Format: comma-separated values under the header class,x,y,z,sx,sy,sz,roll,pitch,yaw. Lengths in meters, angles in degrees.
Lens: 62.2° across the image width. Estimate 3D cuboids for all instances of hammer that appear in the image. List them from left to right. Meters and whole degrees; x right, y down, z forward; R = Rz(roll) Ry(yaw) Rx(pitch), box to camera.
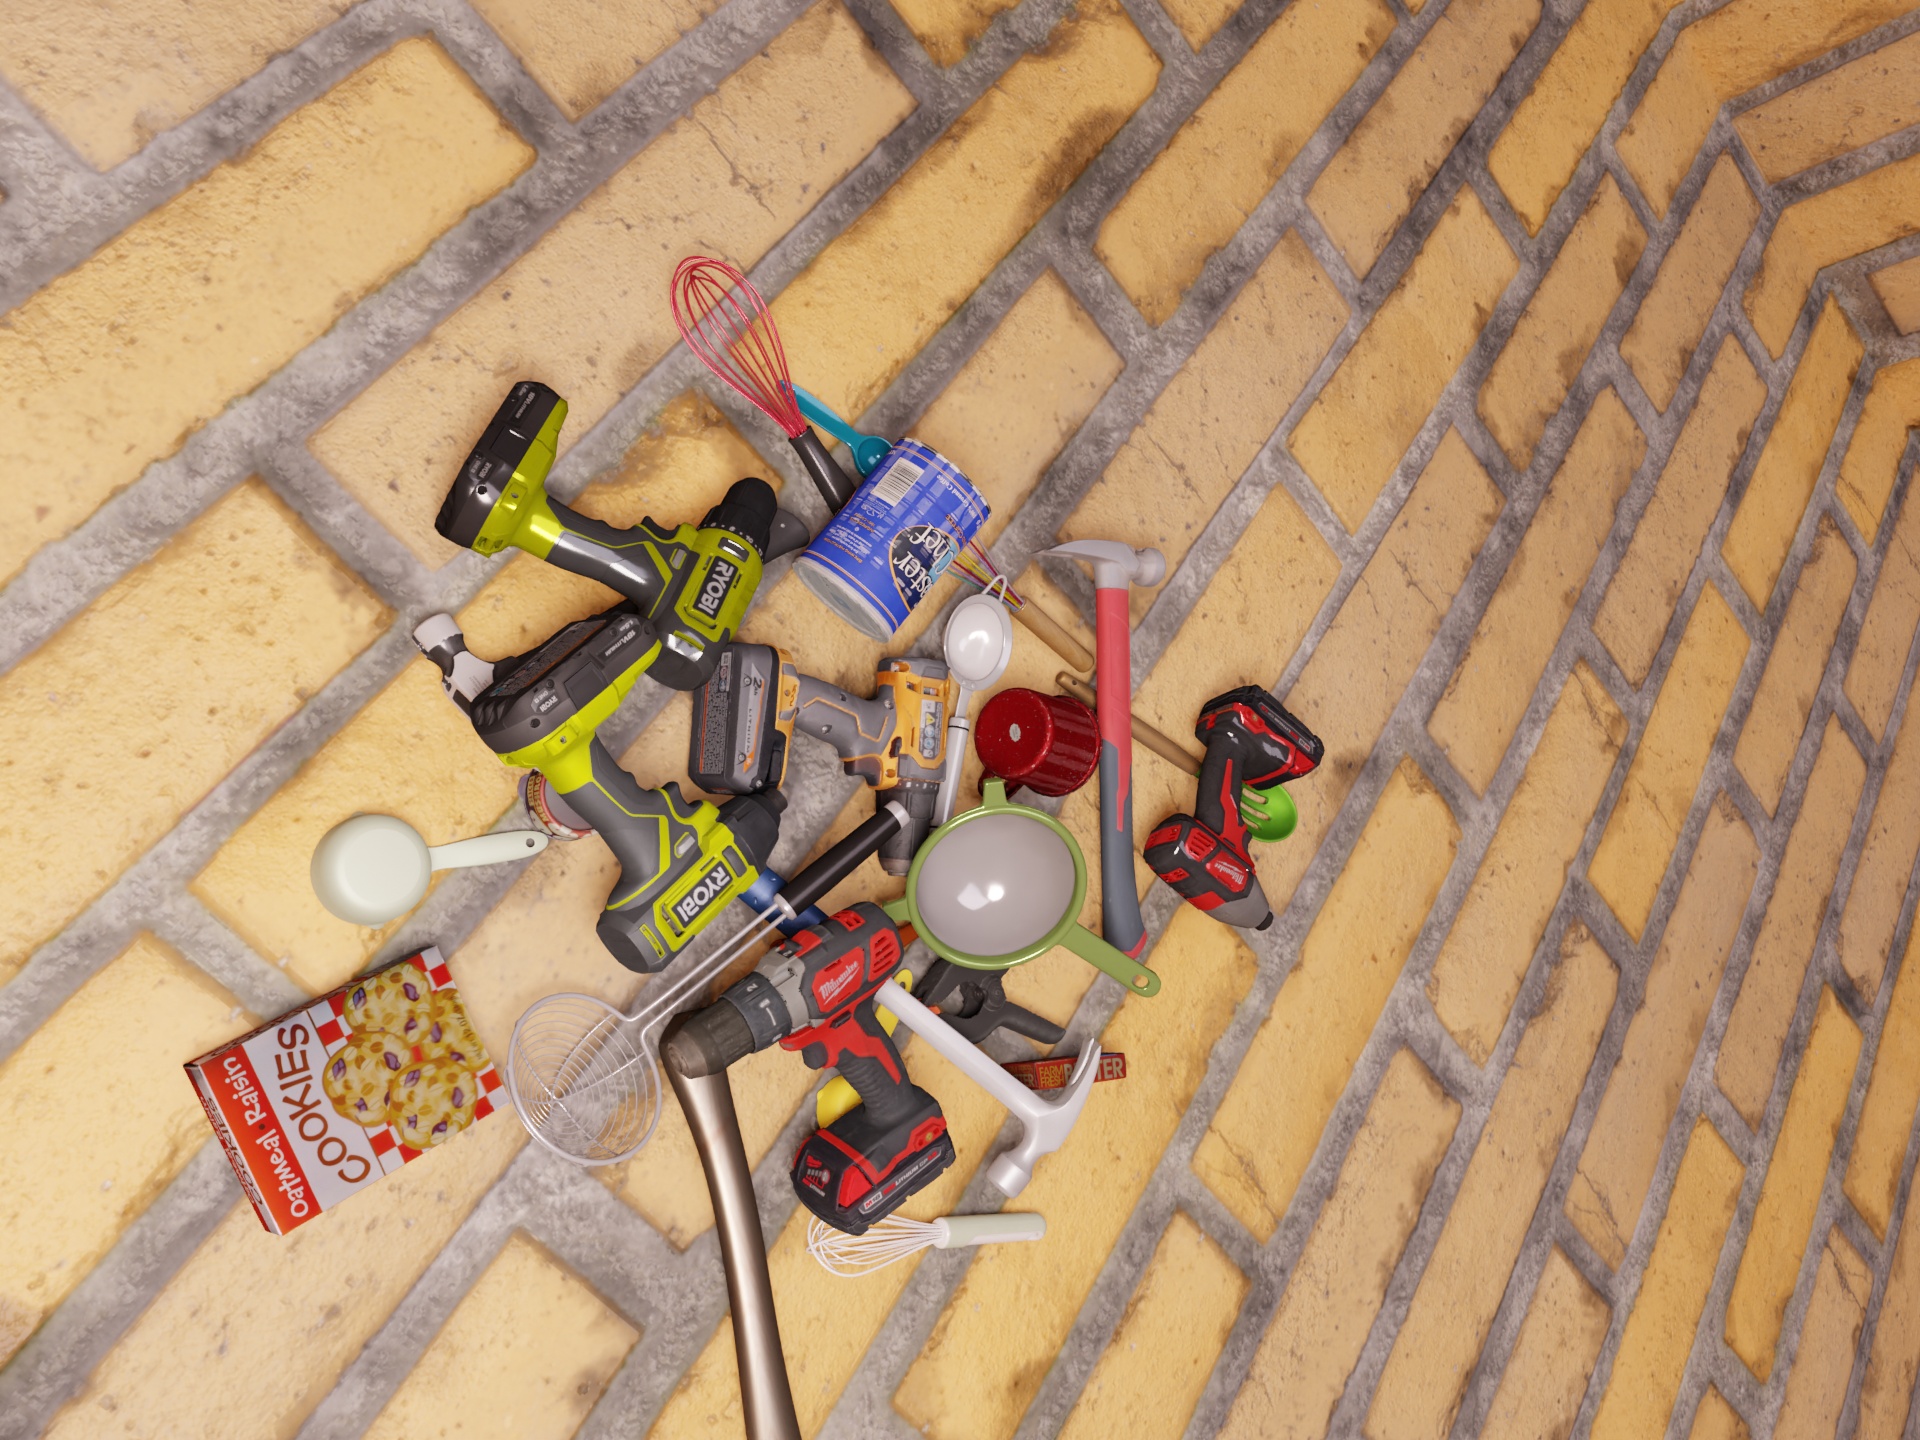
class,x,y,z,sx,sy,sz,roll,pitch,yaw
hammer,-0.240,-0.081,1.228,0.335,0.035,0.146,-36,85,-38
hammer,-0.154,0.421,1.207,0.146,0.038,0.411,-9,86,-38
hammer,-0.060,0.209,1.275,0.405,0.035,0.144,41,83,-13
hammer,0.131,0.027,1.466,0.143,0.038,0.386,2,86,-37

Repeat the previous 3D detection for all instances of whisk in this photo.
class,x,y,z,sx,sy,sz,roll,pitch,yaw
whisk,-0.145,-0.258,1.335,0.073,0.073,0.295,-48,116,-32
whisk,-0.023,0.420,1.299,0.246,0.057,0.059,11,45,-38
whisk,0.038,-0.121,1.452,0.244,0.047,0.051,38,73,-29

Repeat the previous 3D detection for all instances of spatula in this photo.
class,x,y,z,sx,sy,sz,roll,pitch,yaw
spatula,-0.020,0.166,1.364,0.322,0.041,0.081,-23,94,-41

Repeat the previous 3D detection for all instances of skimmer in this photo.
class,x,y,z,sx,sy,sz,roll,pitch,yaw
skimmer,-0.169,0.175,1.165,0.363,0.090,0.127,-39,94,-20

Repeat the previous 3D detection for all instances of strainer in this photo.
class,x,y,z,sx,sy,sz,roll,pitch,yaw
strainer,-0.002,-0.004,1.398,0.086,0.050,0.258,22,74,-45
strainer,0.066,0.154,1.341,0.256,0.069,0.151,35,102,-21

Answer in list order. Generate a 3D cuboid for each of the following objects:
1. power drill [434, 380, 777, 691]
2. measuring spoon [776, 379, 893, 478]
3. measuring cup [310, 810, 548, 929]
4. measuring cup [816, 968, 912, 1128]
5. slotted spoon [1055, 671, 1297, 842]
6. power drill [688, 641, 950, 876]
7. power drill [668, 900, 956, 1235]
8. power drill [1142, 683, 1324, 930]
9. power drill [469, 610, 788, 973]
class,x,y,z,sx,sy,sz,roll,pitch,yaw
power drill,-0.252,-0.150,1.189,0.228,0.080,0.191,30,54,-16
measuring spoon,-0.111,-0.251,1.385,0.128,0.021,0.042,36,62,-15
measuring cup,-0.364,0.096,1.114,0.167,0.038,0.083,-8,86,-35
measuring cup,-0.067,0.273,1.303,0.062,0.029,0.157,37,61,-25
slotted spoon,0.212,0.033,1.556,0.313,0.031,0.070,32,63,-25
power drill,-0.105,0.031,1.293,0.226,0.084,0.185,7,84,-40
power drill,-0.106,0.266,1.172,0.188,0.080,0.226,-30,118,-30
power drill,0.263,0.087,1.506,0.143,0.078,0.220,39,54,-18
power drill,-0.223,0.041,1.119,0.171,0.080,0.223,-46,118,-34
